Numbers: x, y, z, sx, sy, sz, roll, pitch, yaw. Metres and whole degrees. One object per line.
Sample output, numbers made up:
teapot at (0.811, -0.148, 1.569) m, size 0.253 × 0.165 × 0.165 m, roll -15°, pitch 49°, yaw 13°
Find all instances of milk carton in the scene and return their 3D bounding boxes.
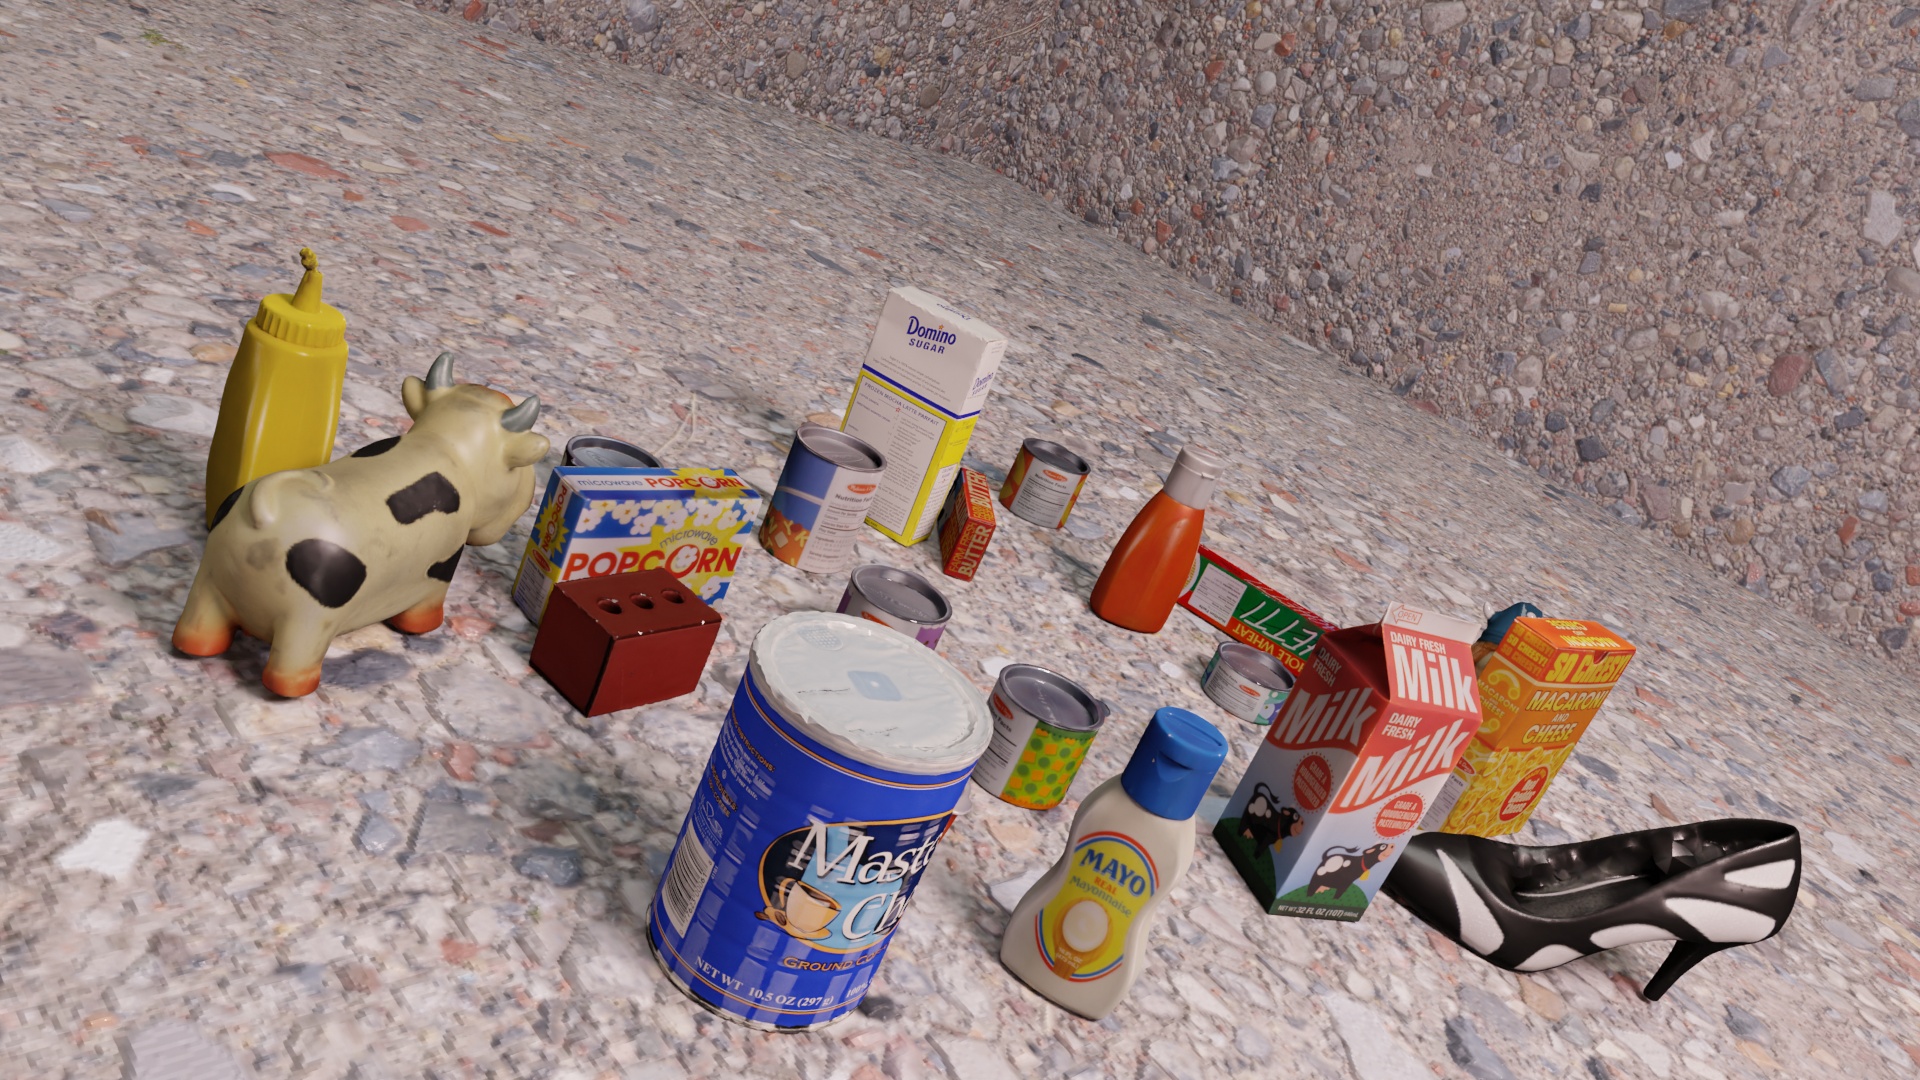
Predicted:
milk carton at (0.229, 0.122, 0.801) m, size 0.072 × 0.189 × 0.074 m, roll 14°, pitch 23°, yaw -26°

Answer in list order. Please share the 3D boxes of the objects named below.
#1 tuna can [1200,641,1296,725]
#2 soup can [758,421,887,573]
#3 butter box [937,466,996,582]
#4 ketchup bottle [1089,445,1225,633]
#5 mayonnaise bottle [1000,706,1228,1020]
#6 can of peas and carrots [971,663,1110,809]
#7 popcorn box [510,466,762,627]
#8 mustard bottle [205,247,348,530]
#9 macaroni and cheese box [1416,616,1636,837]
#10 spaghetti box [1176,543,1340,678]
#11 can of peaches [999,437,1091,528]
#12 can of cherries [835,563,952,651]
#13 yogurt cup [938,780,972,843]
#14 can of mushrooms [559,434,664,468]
tuna can at (0.218, 0.107, 1.047) m, size 0.071 × 0.032 × 0.071 m, roll 21°, pitch 21°, yaw -8°
soup can at (-0.098, -0.030, 0.966) m, size 0.071 × 0.083 × 0.071 m, roll 21°, pitch 21°, yaw -8°
butter box at (0.004, -0.014, 1.080) m, size 0.024 × 0.053 × 0.104 m, roll 19°, pitch 21°, yaw -12°
ketchup bottle at (0.158, -0.001, 1.080) m, size 0.065 × 0.148 × 0.044 m, roll 15°, pitch 22°, yaw -22°
mayonnaise bottle at (0.074, 0.146, 0.636) m, size 0.065 × 0.147 × 0.041 m, roll 29°, pitch 21°, yaw 13°
can of peas and carrots at (0.044, 0.114, 0.807) m, size 0.071 × 0.058 × 0.071 m, roll 21°, pitch 21°, yaw -8°
popcorn box at (-0.183, 0.003, 0.795) m, size 0.038 × 0.085 × 0.127 m, roll 38°, pitch 25°, yaw 33°
mustard bottle at (-0.339, -0.071, 0.698) m, size 0.049 × 0.159 × 0.065 m, roll 3°, pitch 29°, yaw -45°
macaroni and cheese box at (0.394, 0.135, 0.981) m, size 0.124 × 0.165 × 0.040 m, roll 5°, pitch 28°, yaw -41°
spaghetti box at (0.257, 0.069, 1.157) m, size 0.250 × 0.050 × 0.029 m, roll 33°, pitch 22°, yaw 23°
can of peaches at (0.075, -0.052, 1.242) m, size 0.071 × 0.057 × 0.071 m, roll 21°, pitch 21°, yaw -8°
can of cherries at (-0.045, 0.055, 0.853) m, size 0.071 × 0.058 × 0.072 m, roll 21°, pitch 21°, yaw -8°
yogurt cup at (-0.035, 0.132, 0.685) m, size 0.072 × 0.053 × 0.073 m, roll 21°, pitch 21°, yaw -8°
can of mushrooms at (-0.233, -0.041, 0.918) m, size 0.071 × 0.033 × 0.071 m, roll 21°, pitch 21°, yaw -8°
